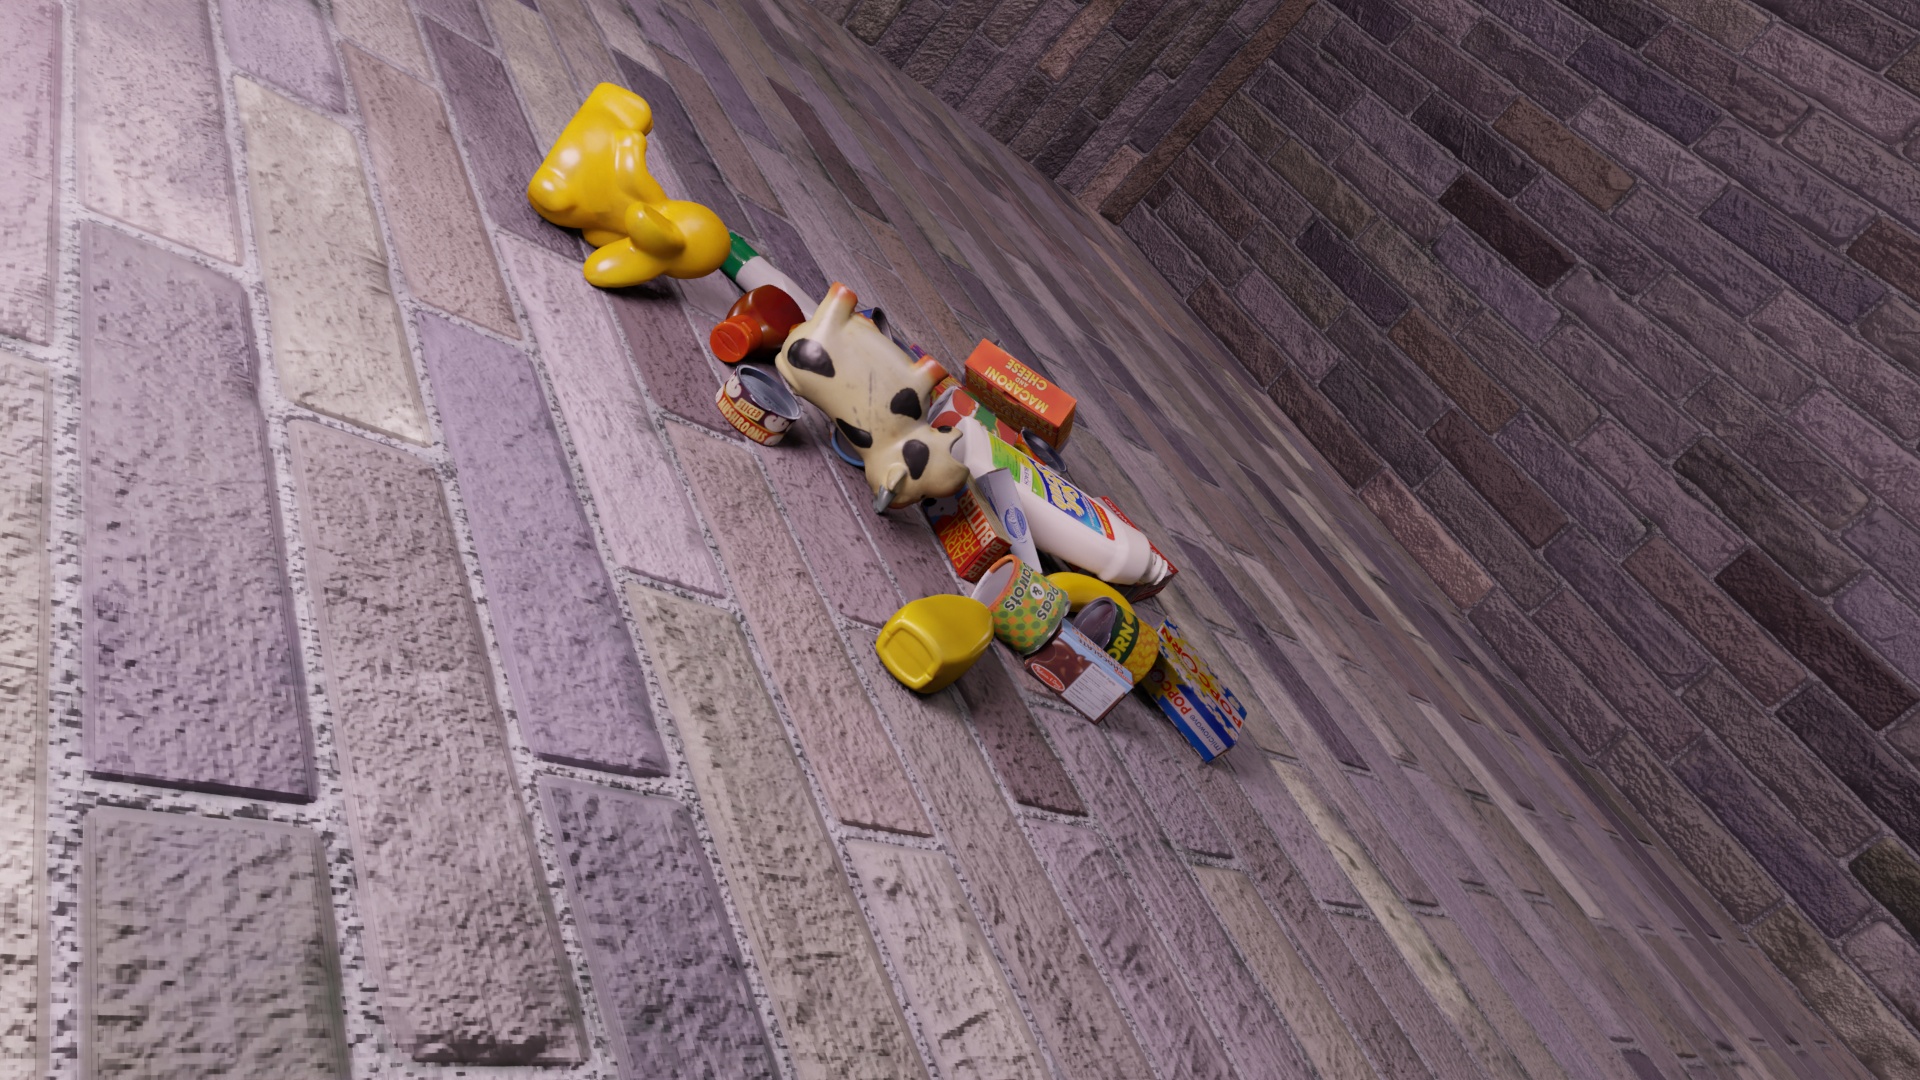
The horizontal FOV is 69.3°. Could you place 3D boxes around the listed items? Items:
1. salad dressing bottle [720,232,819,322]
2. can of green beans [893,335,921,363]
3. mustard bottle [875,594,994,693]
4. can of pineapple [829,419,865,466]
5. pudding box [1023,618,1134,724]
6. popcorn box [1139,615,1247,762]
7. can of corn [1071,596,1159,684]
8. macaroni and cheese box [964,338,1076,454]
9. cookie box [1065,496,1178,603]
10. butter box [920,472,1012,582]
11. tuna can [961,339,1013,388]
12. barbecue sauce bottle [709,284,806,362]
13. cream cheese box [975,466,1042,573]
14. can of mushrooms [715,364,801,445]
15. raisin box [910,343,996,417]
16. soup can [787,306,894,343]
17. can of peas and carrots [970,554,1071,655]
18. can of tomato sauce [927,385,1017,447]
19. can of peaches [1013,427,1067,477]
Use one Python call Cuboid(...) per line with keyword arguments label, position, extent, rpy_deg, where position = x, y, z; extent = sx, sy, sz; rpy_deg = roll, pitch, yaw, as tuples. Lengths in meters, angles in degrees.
Cuboid(label="salad dressing bottle", position=(-0.186, -0.245, 1.382), extent=(0.148, 0.044, 0.064), rpy_deg=(44, 13, 8))
Cuboid(label="can of green beans", position=(-0.076, -0.169, 1.408), extent=(0.071, 0.057, 0.071), rpy_deg=(37, 20, -16))
Cuboid(label="mustard bottle", position=(-0.008, 0.072, 1.056), extent=(0.065, 0.048, 0.160), rpy_deg=(46, 19, 11))
Cuboid(label="can of pineapple", position=(-0.084, -0.106, 1.254), extent=(0.071, 0.070, 0.058), rpy_deg=(35, 21, -21))
Cuboid(label="pudding box", position=(0.101, 0.111, 1.180), extent=(0.083, 0.049, 0.030), rpy_deg=(38, 18, -11))
Cuboid(label="popcorn box", position=(0.216, 0.141, 1.326), extent=(0.126, 0.038, 0.085), rpy_deg=(51, 24, 1))
Cuboid(label="can of corn", position=(0.139, 0.094, 1.259), extent=(0.058, 0.071, 0.071), rpy_deg=(34, 21, -24))
Cuboid(label="macaroni and cheese box", position=(0.065, -0.151, 1.541), extent=(0.124, 0.040, 0.166), rpy_deg=(35, -7, 7))
Cuboid(label="cookie box", position=(0.161, 0.011, 1.513), extent=(0.123, 0.040, 0.168), rpy_deg=(48, 21, 14))
Cuboid(label="butter box", position=(0.004, -0.016, 1.253), extent=(0.024, 0.053, 0.104), rpy_deg=(25, 26, -43))
Cuboid(label="tuna can", position=(0.036, -0.205, 1.674), extent=(0.033, 0.071, 0.071), rpy_deg=(36, 20, -21))
Cuboid(label="barbecue sauce bottle", position=(-0.187, -0.195, 1.274), extent=(0.065, 0.043, 0.149), rpy_deg=(50, 20, -8))
Cuboid(label="cream cheese box", position=(0.044, -0.014, 1.271), extent=(0.053, 0.024, 0.103), rpy_deg=(161, -88, -79))
Cuboid(label="can of mushrooms", position=(-0.168, -0.112, 1.153), extent=(0.071, 0.033, 0.071), rpy_deg=(37, 20, -16))
Cuboid(label="raisin box", position=(-0.022, -0.153, 1.505), extent=(0.123, 0.040, 0.086), rpy_deg=(41, 20, -8))
Cuboid(label="soup can", position=(-0.110, -0.175, 1.285), extent=(0.071, 0.084, 0.071), rpy_deg=(-11, 91, -76))
Cuboid(label="can of peas and carrots", position=(0.049, 0.053, 1.170), extent=(0.058, 0.070, 0.071), rpy_deg=(36, 21, -17))
Cuboid(label="can of tomato sauce", position=(0.006, -0.109, 1.427), extent=(0.083, 0.071, 0.071), rpy_deg=(37, 20, -14))
Cuboid(label="can of peaches", position=(0.071, -0.078, 1.499), extent=(0.071, 0.058, 0.071), rpy_deg=(36, 21, -16))
